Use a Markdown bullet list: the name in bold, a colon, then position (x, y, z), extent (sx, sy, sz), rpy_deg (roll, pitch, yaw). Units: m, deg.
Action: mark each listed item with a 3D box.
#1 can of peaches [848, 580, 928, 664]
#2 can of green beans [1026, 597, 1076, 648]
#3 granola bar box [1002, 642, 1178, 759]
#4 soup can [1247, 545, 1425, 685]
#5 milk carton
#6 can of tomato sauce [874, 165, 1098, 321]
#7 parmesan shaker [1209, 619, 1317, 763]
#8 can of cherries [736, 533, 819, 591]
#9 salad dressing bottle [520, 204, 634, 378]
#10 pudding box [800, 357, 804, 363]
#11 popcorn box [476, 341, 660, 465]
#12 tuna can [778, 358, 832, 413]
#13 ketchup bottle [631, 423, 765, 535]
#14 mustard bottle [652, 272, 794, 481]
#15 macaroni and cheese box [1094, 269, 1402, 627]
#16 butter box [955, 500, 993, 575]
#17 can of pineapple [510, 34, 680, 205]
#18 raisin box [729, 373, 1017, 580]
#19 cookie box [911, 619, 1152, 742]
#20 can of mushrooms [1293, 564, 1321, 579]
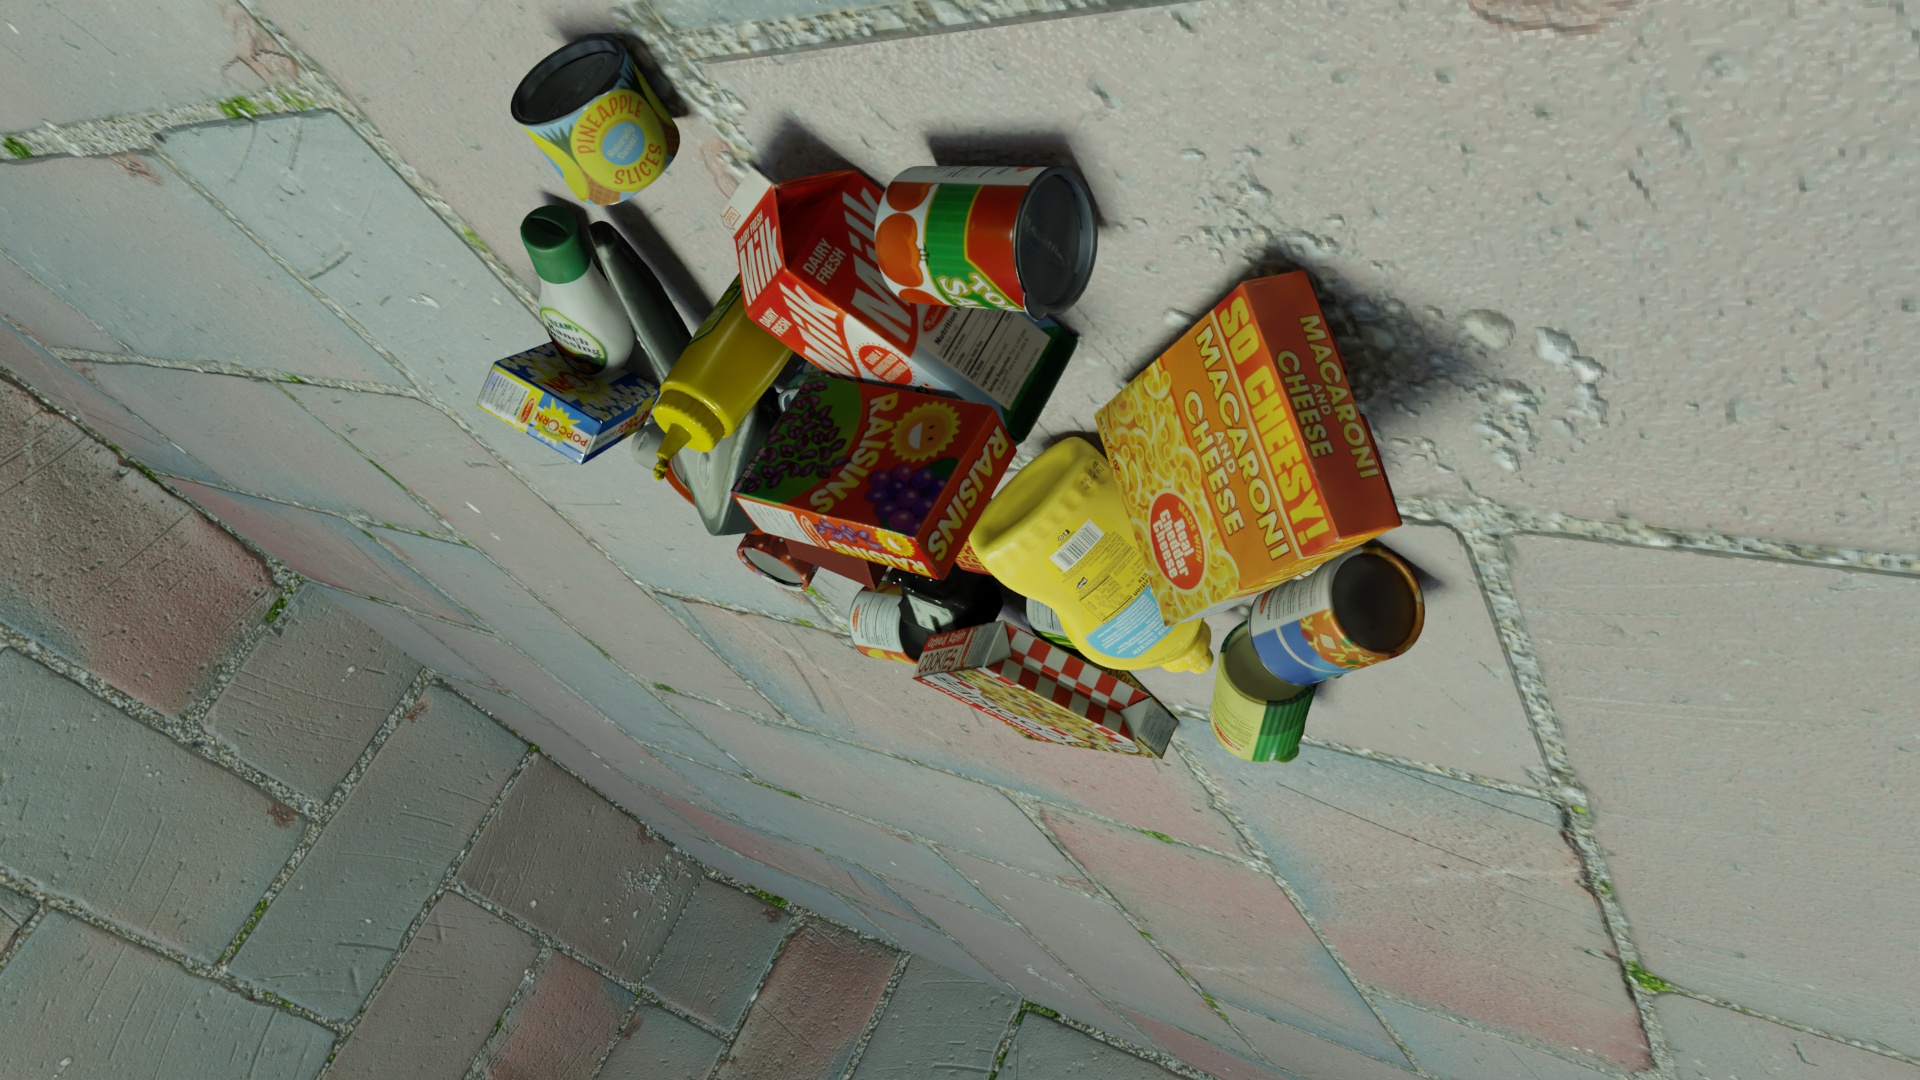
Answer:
- **can of peaches**: position (-0.048, 0.068, 1.158), extent (0.058, 0.071, 0.071), rpy_deg (4, 147, 44)
- **can of green beans**: position (0.086, 0.042, 0.947), extent (0.058, 0.071, 0.071), rpy_deg (11, 152, 36)
- **granola bar box**: position (0.082, 0.130, 1.172), extent (0.165, 0.039, 0.124), rpy_deg (0, 144, 49)
- **soup can**: position (0.218, 0.046, 0.803), extent (0.071, 0.071, 0.083), rpy_deg (32, 157, -8)
- **milk carton**: position (-0.041, -0.124, 0.734), extent (0.190, 0.074, 0.072), rpy_deg (35, 156, -14)
- **can of tomato sauce**: position (0.011, -0.139, 0.648), extent (0.083, 0.071, 0.071), rpy_deg (11, 152, 36)
- **parmesan shaker**: position (0.206, 0.103, 0.934), extent (0.071, 0.071, 0.102), rpy_deg (21, 155, 17)
- **can of cherries**: position (-0.141, -0.001, 1.125), extent (0.071, 0.058, 0.071), rpy_deg (24, 157, 11)
- **salad dressing bottle**: position (-0.259, -0.166, 0.934), extent (0.064, 0.044, 0.147), rpy_deg (27, 157, 11)
- **pudding box**: position (-0.057, -0.092, 0.875), extent (0.049, 0.030, 0.083), rpy_deg (11, 152, 37)
- **popcorn box**: position (-0.280, -0.104, 1.005), extent (0.085, 0.038, 0.127), rpy_deg (29, -162, -2)
- **tuna can**: position (-0.072, -0.082, 0.828), extent (0.071, 0.033, 0.070), rpy_deg (24, 157, 11)
- **ketchup bottle**: position (-0.196, -0.055, 1.078), extent (0.149, 0.065, 0.043), rpy_deg (22, 176, 36)
- **mustard bottle**: position (-0.128, -0.099, 0.774), extent (0.049, 0.161, 0.065), rpy_deg (39, 154, -20)
- **macaroni and cheese box**: position (0.131, -0.038, 0.672), extent (0.166, 0.040, 0.124), rpy_deg (138, 117, -65)
- **butter box**: position (0.004, -0.012, 0.981), extent (0.053, 0.024, 0.103), rpy_deg (9, 150, 37)
- **can of pineapple**: position (-0.186, -0.215, 0.716), extent (0.071, 0.071, 0.057), rpy_deg (13, 153, 33)
- **raisin box**: position (-0.045, -0.035, 0.714), extent (0.123, 0.086, 0.040), rpy_deg (13, 151, 34)
- **cookie box**: position (0.048, 0.106, 1.021), extent (0.123, 0.040, 0.167), rpy_deg (27, 165, -14)
- **can of mushrooms**: position (0.177, -0.015, 0.724), extent (0.033, 0.071, 0.070), rpy_deg (30, 157, -5)
